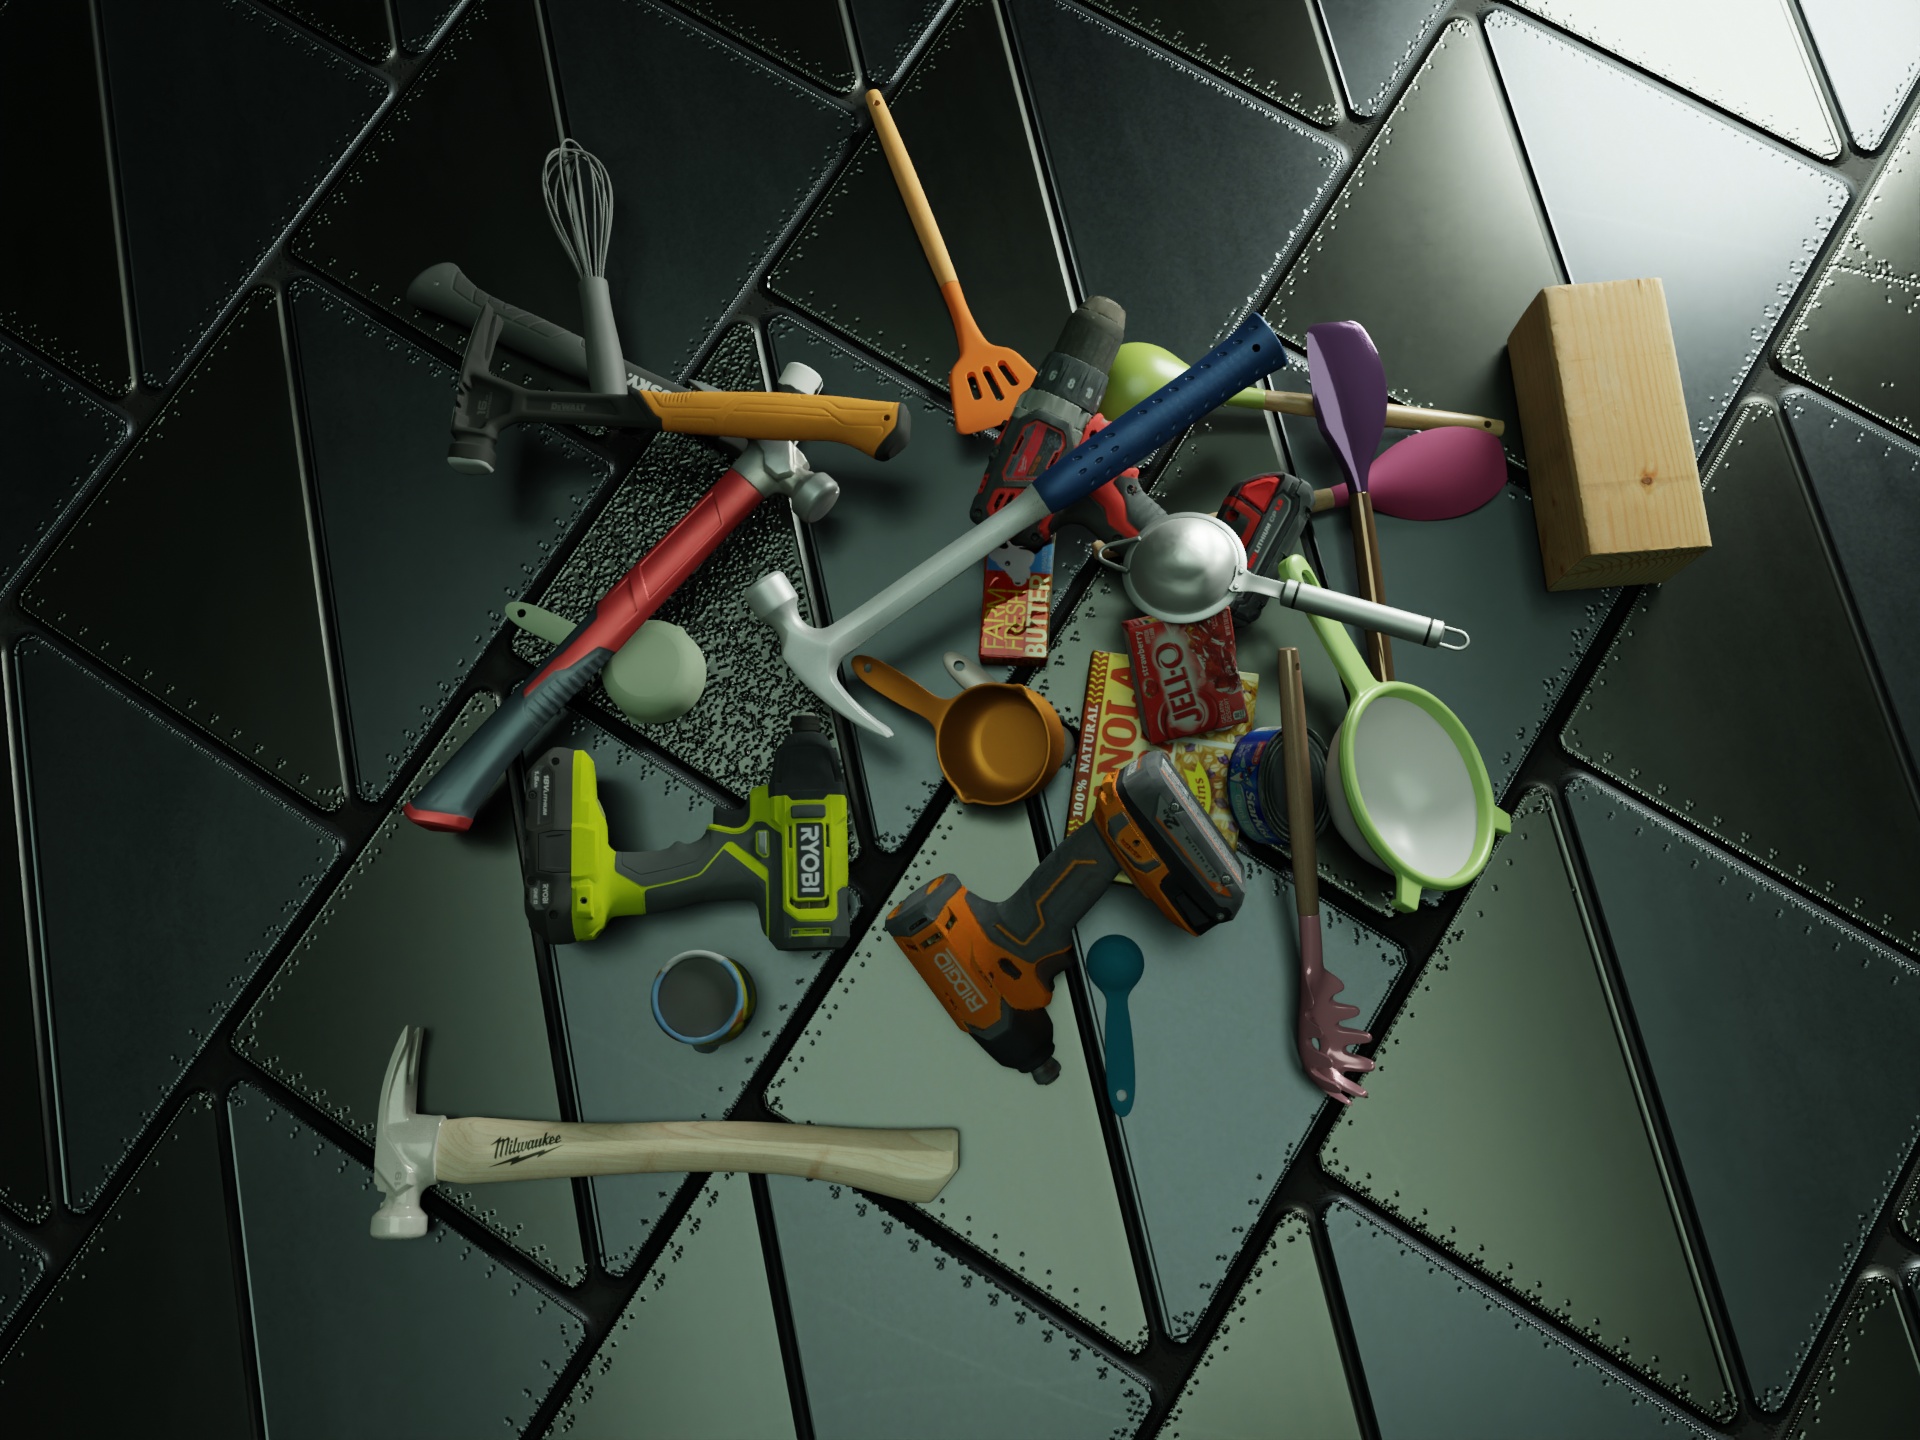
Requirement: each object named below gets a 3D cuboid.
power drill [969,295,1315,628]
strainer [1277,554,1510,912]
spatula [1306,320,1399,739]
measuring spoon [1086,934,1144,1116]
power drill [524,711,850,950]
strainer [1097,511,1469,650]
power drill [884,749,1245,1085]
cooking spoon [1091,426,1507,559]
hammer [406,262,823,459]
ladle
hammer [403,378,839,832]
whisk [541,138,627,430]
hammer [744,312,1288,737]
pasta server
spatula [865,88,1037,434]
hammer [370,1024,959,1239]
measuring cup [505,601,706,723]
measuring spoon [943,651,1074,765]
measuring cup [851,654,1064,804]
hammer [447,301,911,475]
[{"bbox_3d":[0.140,-0.184,1.156,0.226,0.080,0.188,25,94,0],"label":"power drill"},{"bbox_3d":[0.276,0.007,1.122,0.151,0.069,0.256,-27,87,-40],"label":"strainer"},{"bbox_3d":[0.301,-0.143,1.181,0.059,0.018,0.316,-5,85,-8],"label":"spatula"},{"bbox_3d":[0.113,0.215,1.129,0.042,0.021,0.129,-2,76,2],"label":"measuring spoon"},{"bbox_3d":[-0.193,0.080,1.139,0.223,0.080,0.171,-1,79,-8],"label":"power drill"},{"bbox_3d":[0.216,-0.090,1.077,0.258,0.050,0.087,17,72,12],"label":"strainer"},{"bbox_3d":[0.082,0.142,1.093,0.226,0.084,0.164,-34,94,14],"label":"power drill"},{"bbox_3d":[0.256,-0.163,1.204,0.319,0.017,0.069,-13,93,2],"label":"cooking spoon"},{"bbox_3d":[-0.287,-0.273,1.248,0.335,0.035,0.146,26,79,8],"label":"hammer"},{"bbox_3d":[0.255,-0.238,1.219,0.320,0.062,0.078,6,79,-3],"label":"ladle"},{"bbox_3d":[-0.270,-0.077,1.164,0.143,0.038,0.386,41,82,12],"label":"hammer"},{"bbox_3d":[-0.283,-0.336,1.223,0.055,0.055,0.239,-11,80,0],"label":"whisk"},{"bbox_3d":[0.051,-0.144,1.112,0.405,0.035,0.144,-34,89,6],"label":"hammer"},{"bbox_3d":[0.245,0.107,1.096,0.040,0.060,0.316,-1,97,41],"label":"pasta server"},{"bbox_3d":[-0.017,-0.368,1.254,0.081,0.041,0.323,-21,77,-1],"label":"spatula"},{"bbox_3d":[-0.206,0.292,1.121,0.410,0.038,0.146,0,76,2],"label":"hammer"},{"bbox_3d":[-0.273,-0.056,1.197,0.167,0.038,0.083,24,80,5],"label":"measuring cup"},{"bbox_3d":[0.034,-0.012,1.185,0.124,0.018,0.034,41,83,11],"label":"measuring spoon"},{"bbox_3d":[-0.002,-0.004,1.167,0.174,0.052,0.095,31,102,21],"label":"measuring cup"},{"bbox_3d":[-0.203,-0.232,1.163,0.337,0.034,0.127,5,78,6],"label":"hammer"}]
